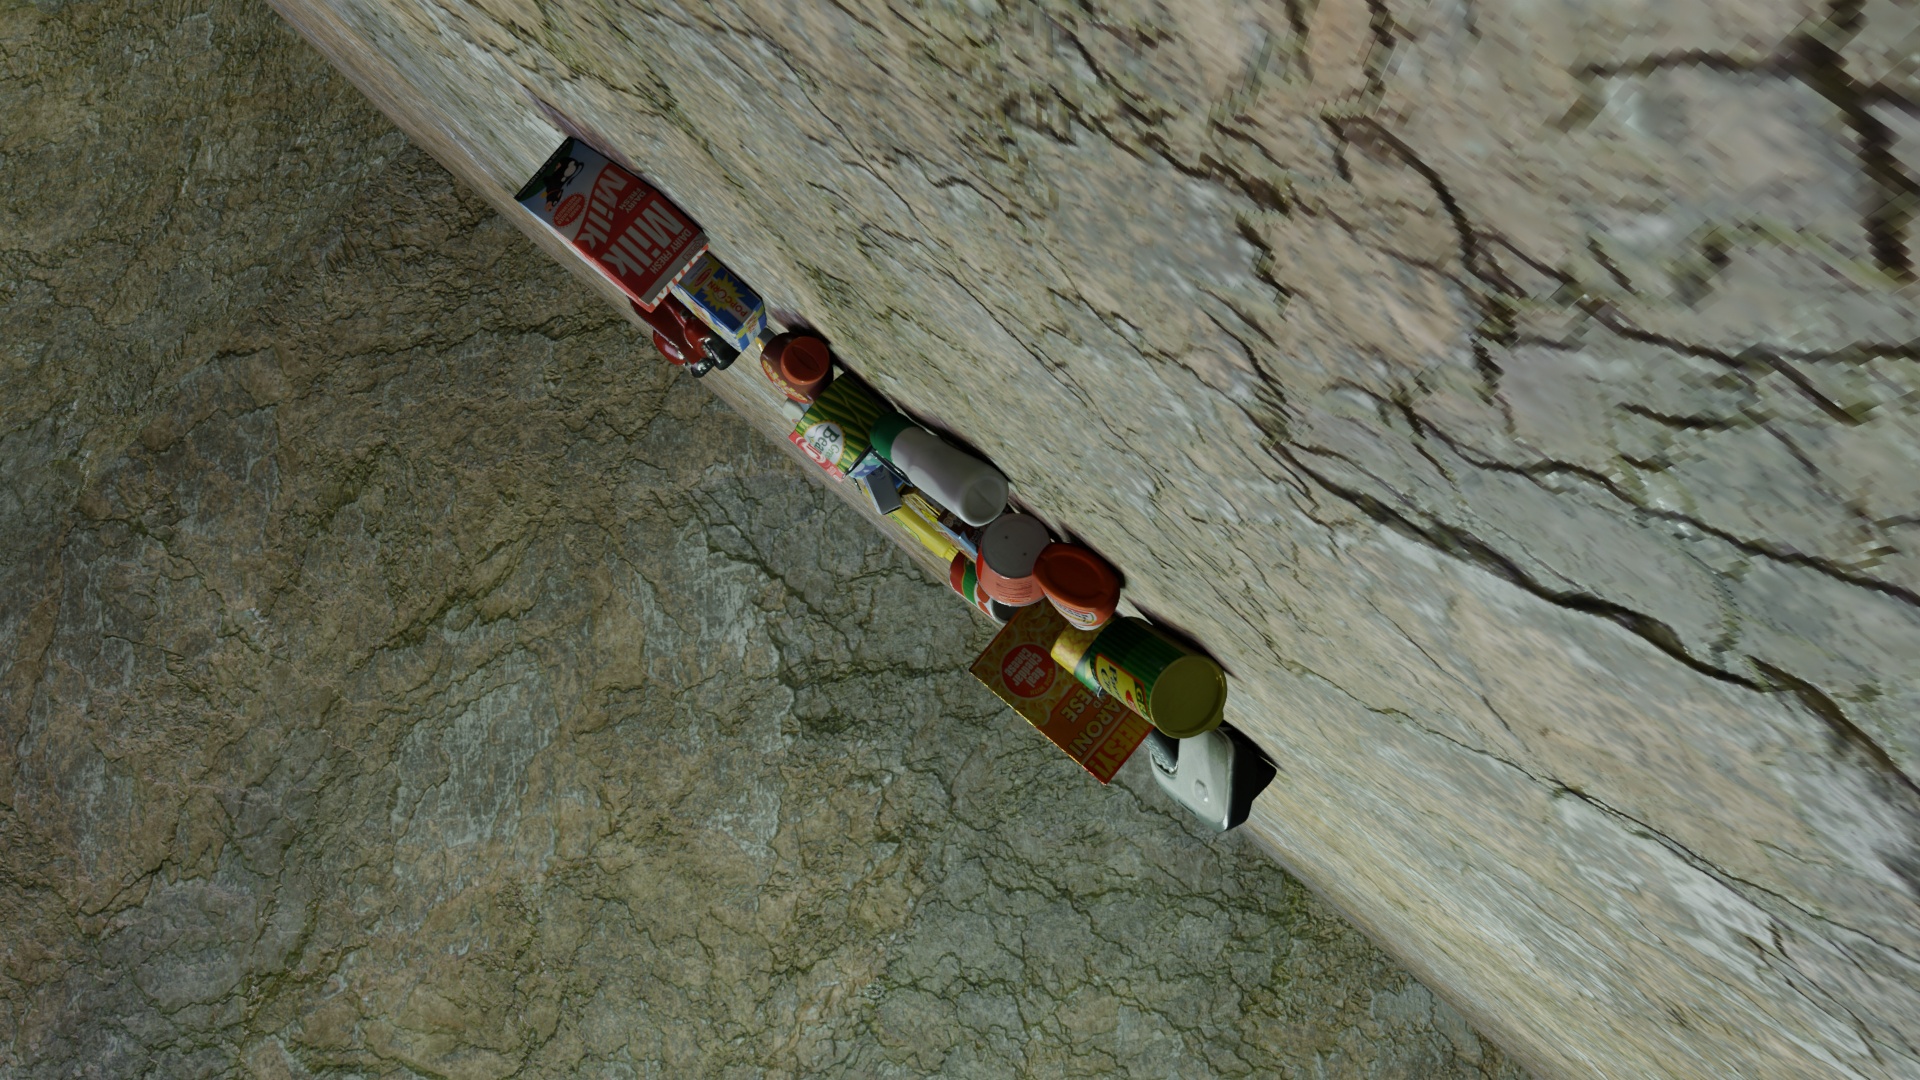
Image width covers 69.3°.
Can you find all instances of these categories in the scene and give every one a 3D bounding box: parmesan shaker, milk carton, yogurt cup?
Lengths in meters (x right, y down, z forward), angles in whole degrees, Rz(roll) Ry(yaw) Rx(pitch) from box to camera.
[{"bbox_3d":[0.153,0.106,1.079,0.071,0.071,0.103,42,175,-25],"label":"parmesan shaker"},{"bbox_3d":[-0.268,-0.245,1.098,0.191,0.072,0.073,38,175,40],"label":"milk carton"},{"bbox_3d":[0.044,0.013,1.096,0.072,0.072,0.053,39,167,16],"label":"yogurt cup"}]

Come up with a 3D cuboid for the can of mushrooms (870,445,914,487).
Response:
[{"bbox_3d":[-0.058,-0.081,1.215,0.071,0.033,0.071,40,176,3],"label":"can of mushrooms"}]

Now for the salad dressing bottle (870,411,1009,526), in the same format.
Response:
[{"bbox_3d":[-0.020,-0.059,1.056,0.064,0.044,0.148,41,177,-40],"label":"salad dressing bottle"}]

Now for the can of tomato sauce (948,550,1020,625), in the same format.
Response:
[{"bbox_3d":[0.037,0.043,1.475,0.071,0.071,0.083,44,174,-38],"label":"can of tomato sauce"}]

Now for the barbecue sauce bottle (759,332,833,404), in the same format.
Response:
[{"bbox_3d":[-0.132,-0.144,1.142,0.065,0.044,0.148,42,175,-10],"label":"barbecue sauce bottle"}]

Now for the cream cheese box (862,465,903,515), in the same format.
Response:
[{"bbox_3d":[-0.088,-0.076,1.341,0.053,0.024,0.103,-161,47,-83],"label":"cream cheese box"}]

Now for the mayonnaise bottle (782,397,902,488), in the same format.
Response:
[{"bbox_3d":[-0.122,-0.105,1.476,0.148,0.041,0.064,41,170,-1],"label":"mayonnaise bottle"}]

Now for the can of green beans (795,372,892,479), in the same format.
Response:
[{"bbox_3d":[-0.094,-0.097,1.149,0.058,0.071,0.071,41,176,-2],"label":"can of green beans"}]

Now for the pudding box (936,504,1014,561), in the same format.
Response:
[{"bbox_3d":[0.018,-0.013,1.145,0.030,0.050,0.083,36,174,31],"label":"pudding box"}]

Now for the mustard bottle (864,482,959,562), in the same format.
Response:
[{"bbox_3d":[-0.033,-0.021,1.525,0.160,0.049,0.065,40,179,6],"label":"mustard bottle"}]

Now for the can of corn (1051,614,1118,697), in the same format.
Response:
[{"bbox_3d":[0.125,0.096,1.254,0.058,0.071,0.071,39,175,17],"label":"can of corn"}]

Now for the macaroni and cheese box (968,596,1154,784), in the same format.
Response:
[{"bbox_3d":[0.110,0.129,1.315,0.166,0.124,0.040,40,178,-1],"label":"macaroni and cheese box"}]

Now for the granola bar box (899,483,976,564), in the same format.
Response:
[{"bbox_3d":[0.005,-0.016,1.303,0.124,0.039,0.165,40,176,-6],"label":"granola bar box"}]

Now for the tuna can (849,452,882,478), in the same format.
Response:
[{"bbox_3d":[-0.098,-0.091,1.273,0.071,0.032,0.071,46,-157,-25],"label":"tuna can"}]

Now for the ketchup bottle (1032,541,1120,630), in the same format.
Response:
[{"bbox_3d":[0.094,0.040,1.073,0.065,0.043,0.148,30,174,14],"label":"ketchup bottle"}]

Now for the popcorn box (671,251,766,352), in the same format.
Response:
[{"bbox_3d":[-0.212,-0.210,1.198,0.085,0.038,0.126,42,176,-4],"label":"popcorn box"}]
